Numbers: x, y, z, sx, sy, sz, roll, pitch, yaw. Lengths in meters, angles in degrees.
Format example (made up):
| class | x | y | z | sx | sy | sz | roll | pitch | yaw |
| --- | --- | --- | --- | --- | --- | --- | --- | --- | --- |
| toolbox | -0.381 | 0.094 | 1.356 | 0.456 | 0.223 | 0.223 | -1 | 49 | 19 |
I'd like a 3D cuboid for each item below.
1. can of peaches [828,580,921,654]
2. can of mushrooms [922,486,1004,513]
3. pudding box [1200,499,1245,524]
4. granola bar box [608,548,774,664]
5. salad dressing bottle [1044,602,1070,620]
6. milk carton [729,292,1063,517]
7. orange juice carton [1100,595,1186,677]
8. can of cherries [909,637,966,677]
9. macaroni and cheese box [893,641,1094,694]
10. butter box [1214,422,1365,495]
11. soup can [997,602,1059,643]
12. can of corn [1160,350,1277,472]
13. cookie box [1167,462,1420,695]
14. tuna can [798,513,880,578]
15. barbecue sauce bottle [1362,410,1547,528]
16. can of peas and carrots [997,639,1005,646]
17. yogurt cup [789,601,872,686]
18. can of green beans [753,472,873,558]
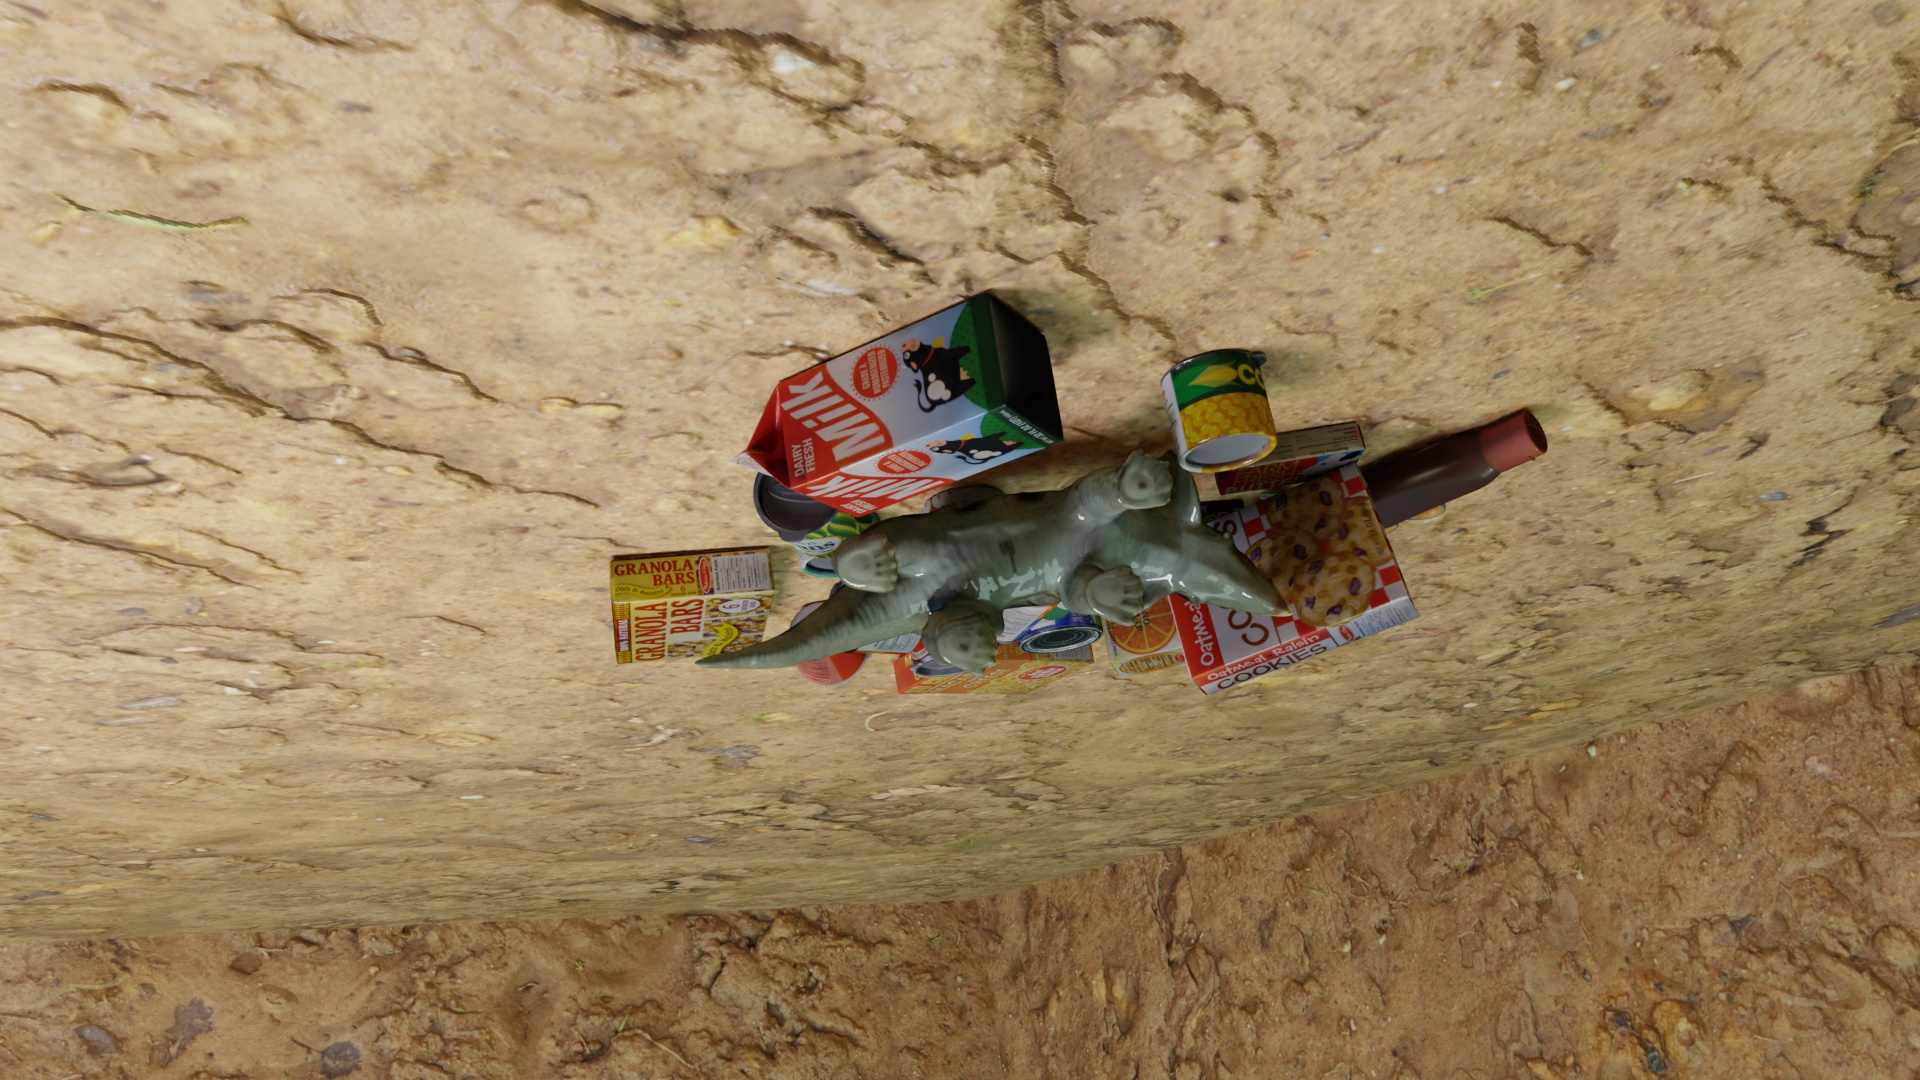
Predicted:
| class | x | y | z | sx | sy | sz | roll | pitch | yaw |
| --- | --- | --- | --- | --- | --- | --- | --- | --- | --- |
| can of peaches | -0.072 | 0.063 | 1.187 | 0.058 | 0.071 | 0.071 | 6 | 155 | -36 |
| can of mushrooms | 0.004 | -0.013 | 1.057 | 0.071 | 0.033 | 0.070 | -9 | 160 | -3 |
| pudding box | 0.195 | -0.004 | 1.141 | 0.084 | 0.050 | 0.030 | -4 | 157 | -13 |
| granola bar box | -0.221 | 0.055 | 1.136 | 0.124 | 0.039 | 0.165 | -4 | 159 | -14 |
| salad dressing bottle | 0.105 | 0.033 | 1.209 | 0.064 | 0.044 | 0.147 | -21 | 169 | -27 |
| milk carton | -0.042 | -0.070 | 0.828 | 0.190 | 0.073 | 0.072 | -19 | 157 | 27 |
| orange juice carton | 0.235 | 0.072 | 1.329 | 0.192 | 0.072 | 0.073 | -13 | 159 | 11 |
| can of cherries | -0.017 | 0.090 | 1.290 | 0.071 | 0.058 | 0.071 | -8 | 160 | -3 |
| macaroni and cheese box | 0.033 | 0.124 | 1.427 | 0.167 | 0.040 | 0.123 | 5 | 156 | -35 |
| butter box | 0.247 | -0.061 | 1.046 | 0.103 | 0.024 | 0.053 | -9 | 159 | -1 |
| soup can | 0.049 | 0.040 | 1.179 | 0.071 | 0.071 | 0.083 | -1 | 157 | -21 |
| can of corn | 0.171 | -0.084 | 0.904 | 0.071 | 0.058 | 0.071 | -8 | 160 | -3 |
| cookie box | 0.239 | 0.030 | 1.040 | 0.167 | 0.123 | 0.040 | -24 | 142 | 19 |
| tuna can | -0.090 | 0.003 | 1.062 | 0.071 | 0.033 | 0.071 | -8 | 159 | -3 |
| barbecue sauce bottle | 0.384 | -0.055 | 1.094 | 0.065 | 0.044 | 0.148 | 13 | 150 | -42 |
| can of peas and carrots | 0.011 | 0.073 | 1.236 | 0.071 | 0.071 | 0.058 | 0 | 158 | -23 |
| yogurt cup | -0.120 | 0.090 | 1.239 | 0.072 | 0.072 | 0.053 | -10 | 151 | 3 |
| can of green beans | -0.097 | -0.027 | 0.930 | 0.071 | 0.071 | 0.057 | -13 | 159 | 11 |
